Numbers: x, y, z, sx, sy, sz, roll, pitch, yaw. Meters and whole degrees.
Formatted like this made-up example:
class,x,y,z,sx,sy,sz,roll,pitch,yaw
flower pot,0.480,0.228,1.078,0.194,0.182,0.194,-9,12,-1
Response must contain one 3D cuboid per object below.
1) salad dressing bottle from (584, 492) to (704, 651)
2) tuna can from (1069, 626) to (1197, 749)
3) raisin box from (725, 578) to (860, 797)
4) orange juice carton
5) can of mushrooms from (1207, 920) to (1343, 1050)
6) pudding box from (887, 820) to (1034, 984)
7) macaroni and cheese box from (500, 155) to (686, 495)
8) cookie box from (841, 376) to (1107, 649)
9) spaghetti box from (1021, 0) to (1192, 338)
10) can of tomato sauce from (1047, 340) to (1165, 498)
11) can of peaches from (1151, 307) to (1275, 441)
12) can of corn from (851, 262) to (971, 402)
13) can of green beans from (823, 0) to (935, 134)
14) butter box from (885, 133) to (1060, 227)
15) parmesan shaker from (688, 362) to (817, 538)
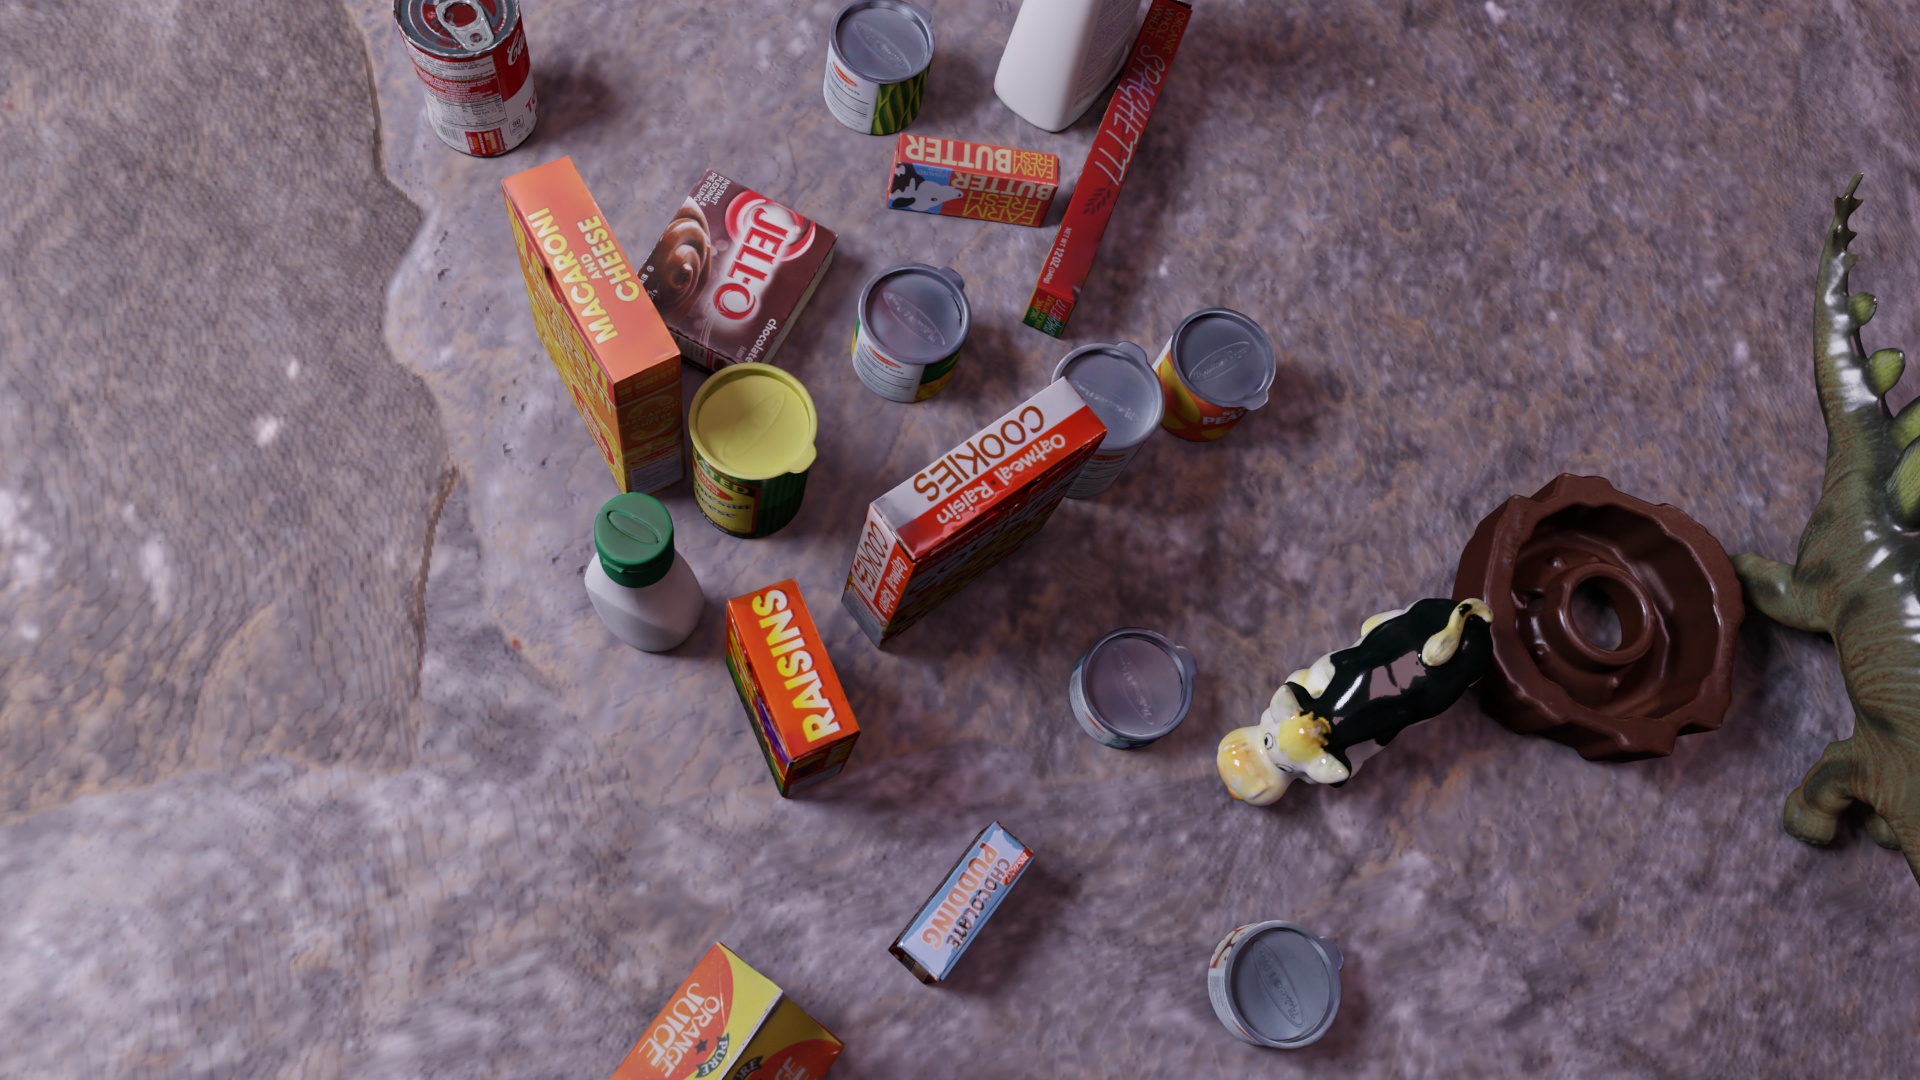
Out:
class,x,y,z,sx,sy,sz,roll,pitch,yaw
salad dressing bottle,-0.164,0.018,0.713,0.064,0.147,0.044,29,69,1
tuna can,0.100,0.084,0.798,0.071,0.032,0.071,3,71,-9
raisin box,-0.090,0.079,0.718,0.040,0.123,0.086,-20,76,-16
orange juice carton,-0.105,0.233,0.624,0.073,0.192,0.072,38,70,4
can of mushrooms,0.172,0.241,0.756,0.071,0.033,0.071,3,71,-9
pudding box,0.000,0.192,0.734,0.030,0.049,0.084,39,69,4
macaroni and cheese box,-0.192,-0.105,0.740,0.040,0.166,0.124,-27,78,-17
cookie box,0.003,-0.009,0.741,0.123,0.167,0.040,-35,81,-19
spaghetti box,0.097,-0.247,0.904,0.029,0.050,0.251,23,69,-2
can of tomato sauce,0.077,-0.071,0.821,0.071,0.082,0.071,3,71,-9
can of peaches,0.154,-0.099,0.858,0.071,0.058,0.071,3,71,-9
can of corn,-0.029,-0.125,0.834,0.071,0.058,0.071,3,71,-9
can of green beans,-0.053,-0.304,0.892,0.071,0.057,0.071,3,71,-9
butter box,0.007,-0.227,0.879,0.103,0.053,0.024,6,71,-8
parmesan shaker,-0.114,-0.045,0.767,0.071,0.102,0.071,3,71,-9
